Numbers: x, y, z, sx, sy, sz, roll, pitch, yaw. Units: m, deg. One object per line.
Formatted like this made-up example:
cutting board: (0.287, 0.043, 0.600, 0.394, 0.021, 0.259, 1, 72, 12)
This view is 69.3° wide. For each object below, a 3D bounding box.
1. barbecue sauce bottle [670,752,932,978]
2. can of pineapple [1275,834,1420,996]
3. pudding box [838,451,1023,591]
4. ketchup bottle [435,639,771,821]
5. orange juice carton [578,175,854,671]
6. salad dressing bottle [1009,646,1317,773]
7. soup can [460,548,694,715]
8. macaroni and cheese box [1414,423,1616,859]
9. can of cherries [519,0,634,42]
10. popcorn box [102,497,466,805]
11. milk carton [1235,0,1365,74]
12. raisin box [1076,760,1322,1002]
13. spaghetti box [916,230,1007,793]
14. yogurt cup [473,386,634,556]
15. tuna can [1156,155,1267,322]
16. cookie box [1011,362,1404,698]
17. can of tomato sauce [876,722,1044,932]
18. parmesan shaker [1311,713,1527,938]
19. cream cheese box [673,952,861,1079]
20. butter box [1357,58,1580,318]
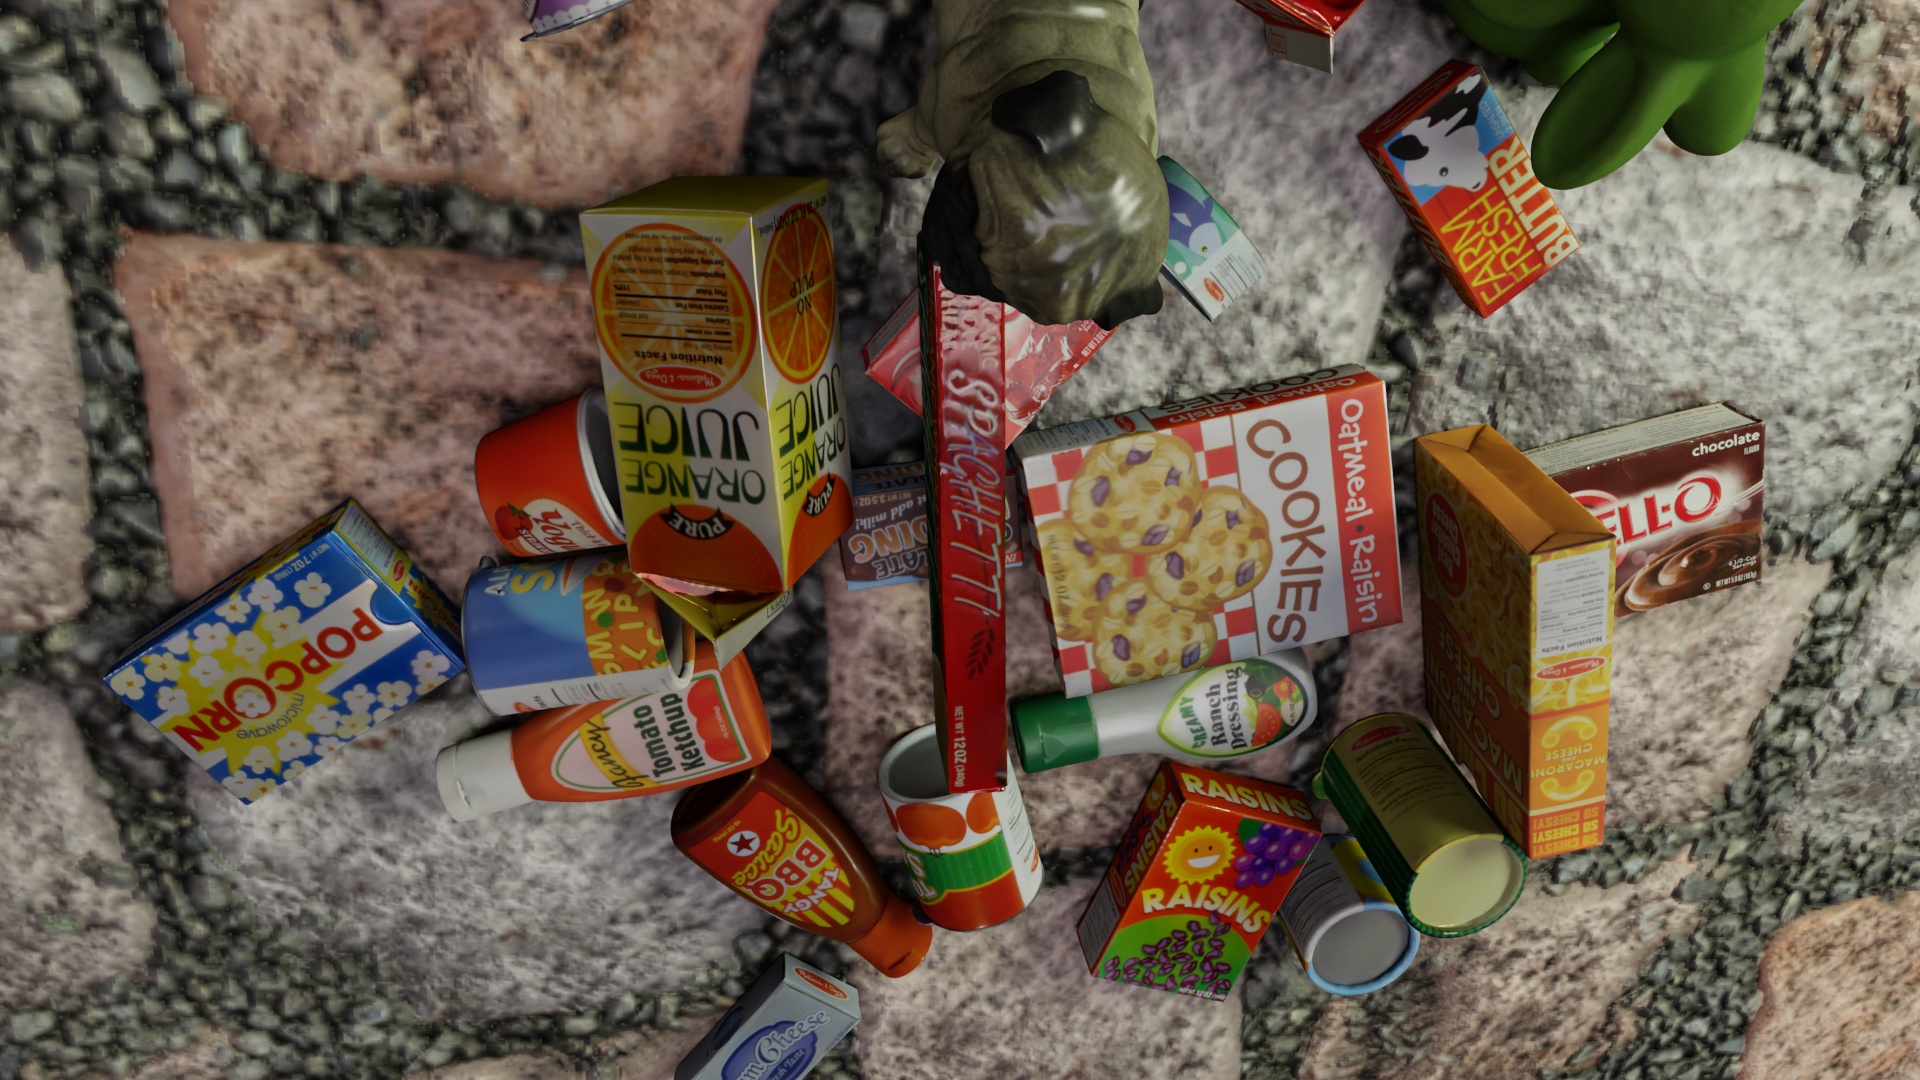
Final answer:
barbecue sauce bottle: (-0.074, 0.169, 0.707, 0.065, 0.044, 0.148, -39, 116, 10)
can of pineapple: (0.211, 0.207, 0.764, 0.071, 0.058, 0.070, -4, 117, -8)
pudding box: (-0.016, -0.009, 0.636, 0.084, 0.030, 0.049, -8, 118, -5)
ketchup bottle: (-0.168, 0.094, 0.654, 0.149, 0.044, 0.064, -16, 109, -1)
orange juice carton: (-0.092, -0.046, 0.566, 0.073, 0.072, 0.191, 6, 116, 17)
salad dressing bottle: (0.100, 0.084, 0.693, 0.148, 0.044, 0.064, -11, 109, -4)
soup can: (-0.166, 0.036, 0.610, 0.084, 0.071, 0.071, -8, 117, 1)
macaroni and cheese box: (0.257, 0.046, 0.656, 0.040, 0.124, 0.165, -12, 117, 0)
can of cherries: (-0.136, -0.218, 0.492, 0.071, 0.072, 0.058, -22, 117, 2)
popcorn box: (-0.294, 0.051, 0.615, 0.126, 0.038, 0.085, -32, 116, 7)
milk carton: (0.119, -0.271, 0.506, 0.073, 0.072, 0.189, -12, 116, -3)
raisin box: (0.128, 0.185, 0.751, 0.086, 0.040, 0.123, 16, 114, -16)
spaghetti box: (0.002, -0.007, 0.593, 0.029, 0.050, 0.248, -5, 116, -7)
yogurt cup: (-0.167, -0.026, 0.585, 0.054, 0.073, 0.072, -14, 118, 7)
tuna can: (0.093, -0.127, 0.578, 0.033, 0.071, 0.071, -43, 115, 11)
cookie box: (0.118, -0.005, 0.650, 0.167, 0.040, 0.122, -13, 111, -3)
can of tomato sauce: (-0.002, 0.142, 0.692, 0.071, 0.071, 0.082, -17, 117, -1)
parmesan shaker: (0.233, 0.146, 0.712, 0.071, 0.103, 0.071, -4, 117, -7)
cream cheese box: (-0.107, 0.278, 0.766, 0.053, 0.024, 0.103, 35, 106, -22)
butter box: (0.224, -0.152, 0.609, 0.053, 0.024, 0.103, -38, 116, 9)
